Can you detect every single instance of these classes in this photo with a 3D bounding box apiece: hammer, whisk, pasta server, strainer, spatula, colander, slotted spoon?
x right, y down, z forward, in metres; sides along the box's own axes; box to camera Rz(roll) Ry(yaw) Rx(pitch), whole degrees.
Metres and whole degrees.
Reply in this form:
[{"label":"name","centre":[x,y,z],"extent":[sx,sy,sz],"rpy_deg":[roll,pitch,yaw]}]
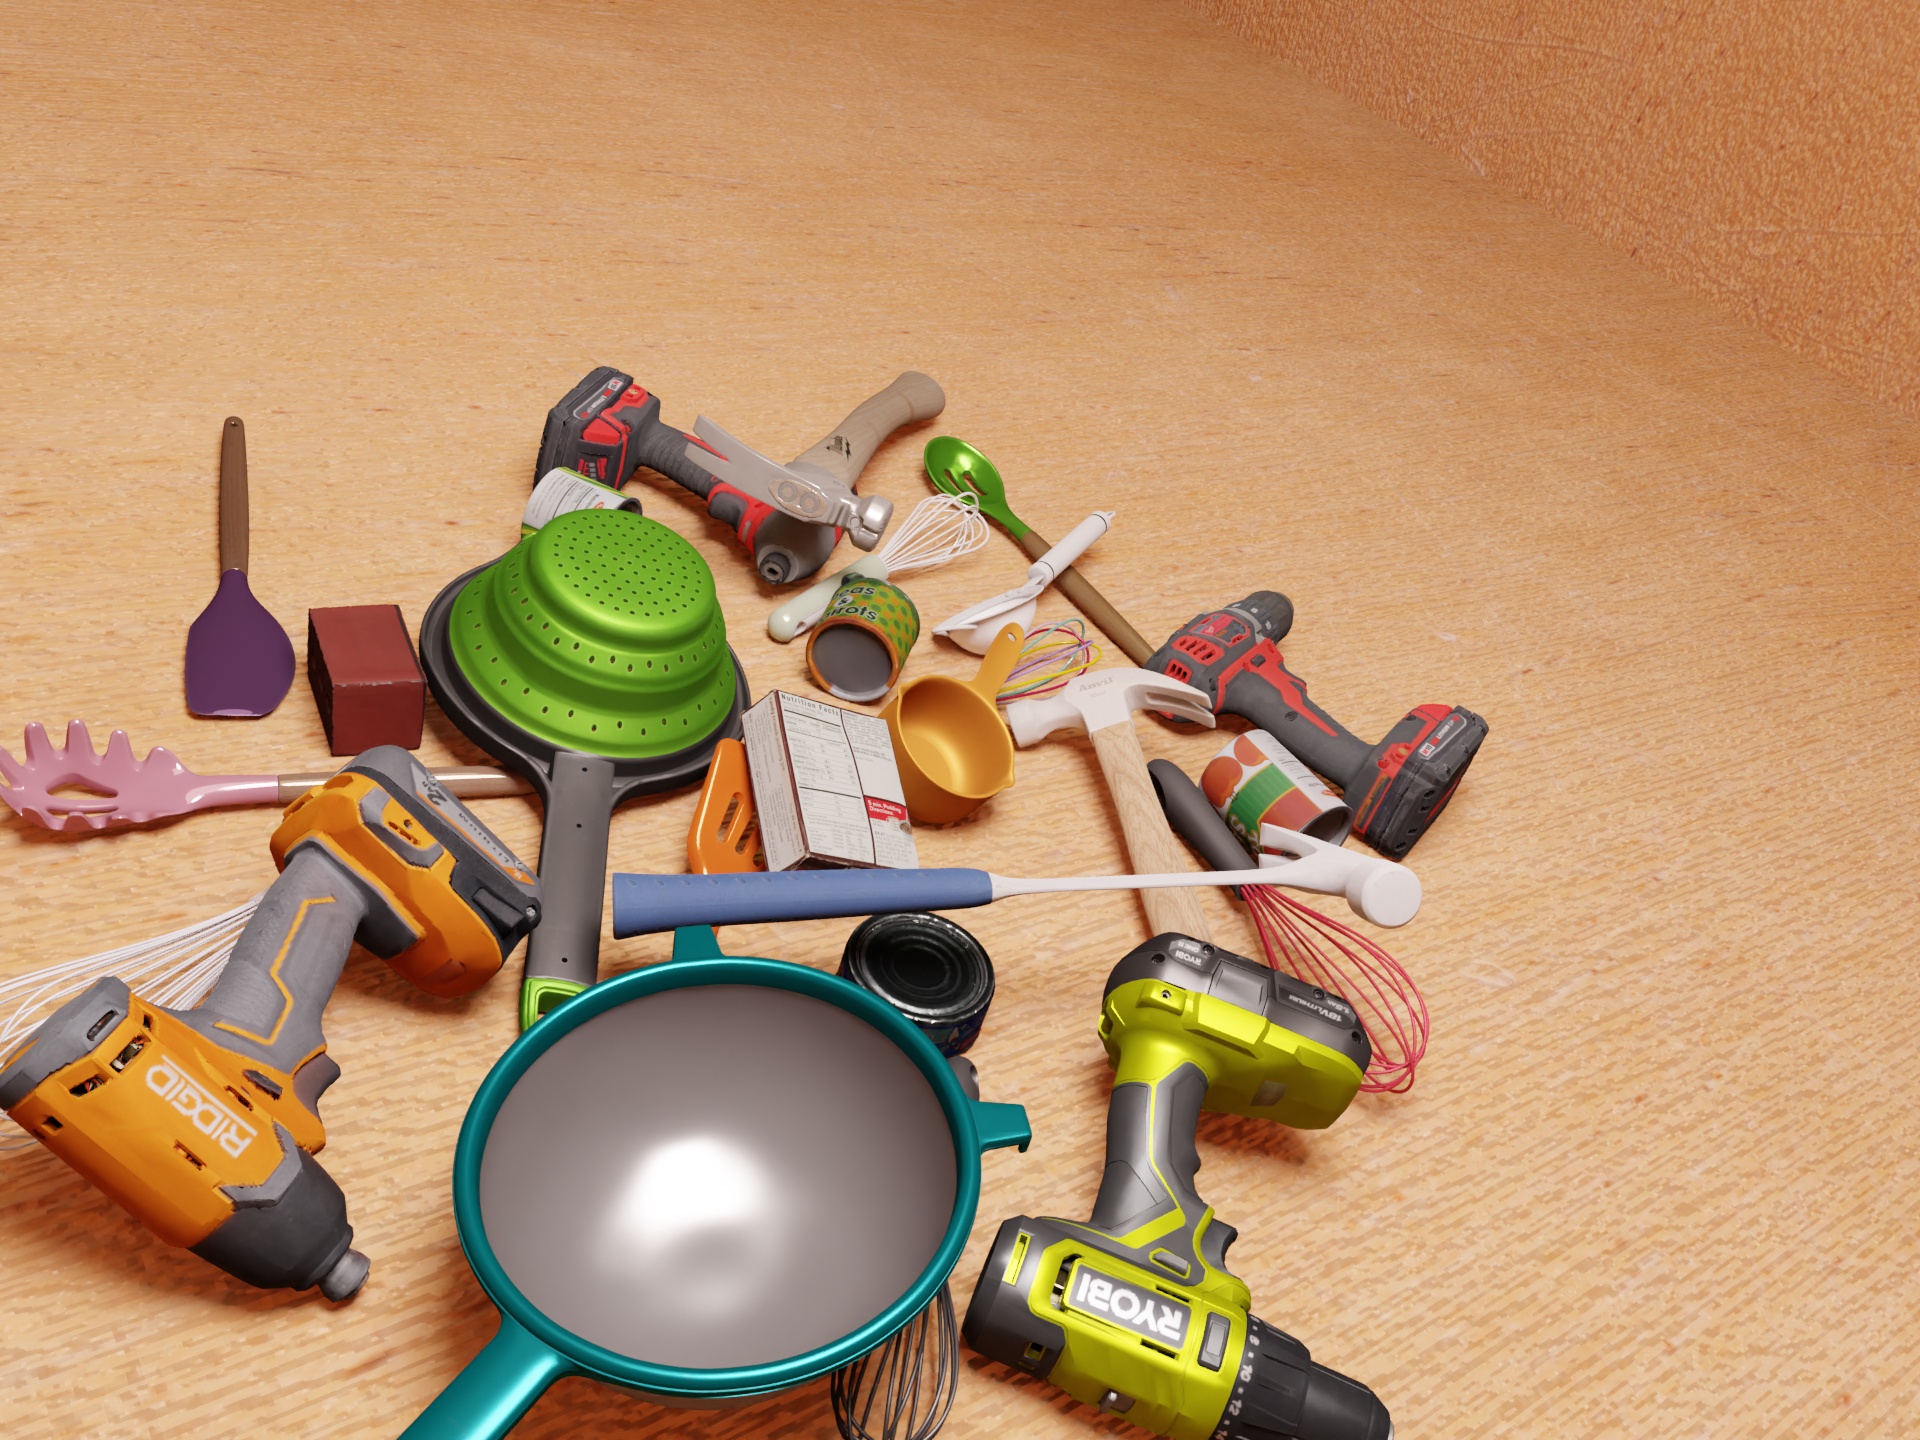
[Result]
[{"label":"hammer","centre":[0.024,0.088,0.839],"extent":[0.405,0.035,0.144],"rpy_deg":[-1,5,-11]},{"label":"whisk","centre":[0.191,0.115,0.982],"extent":[0.073,0.073,0.296],"rpy_deg":[-3,36,-28]},{"label":"hammer","centre":[0.124,0.089,0.975],"extent":[0.130,0.031,0.332],"rpy_deg":[-19,47,4]},{"label":"pasta server","centre":[-0.342,0.032,0.867],"extent":[0.316,0.040,0.060],"rpy_deg":[-1,52,-27]},{"label":"strainer","centre":[-0.134,0.237,0.625],"extent":[0.211,0.095,0.340],"rpy_deg":[25,42,22]},{"label":"whisk","centre":[-0.351,0.105,0.754],"extent":[0.070,0.070,0.285],"rpy_deg":[28,31,13]},{"label":"spatula","centre":[-0.459,-0.106,1.012],"extent":[0.059,0.018,0.316],"rpy_deg":[0,41,-26]},{"label":"whisk","centre":[-0.018,0.238,0.733],"extent":[0.055,0.055,0.239],"rpy_deg":[18,31,-1]},{"label":"colander","centre":[-0.203,-0.003,0.895],"extent":[0.204,0.094,0.398],"rpy_deg":[14,41,-20]},{"label":"whisk","centre":[0.013,-0.019,1.091],"extent":[0.245,0.051,0.047],"rpy_deg":[-26,60,-41]},{"label":"hammer","centre":[-0.085,-0.230,1.247],"extent":[0.146,0.038,0.411],"rpy_deg":[26,24,-1]},{"label":"whisk","centre":[-0.058,-0.114,1.183],"extent":[0.059,0.057,0.246],"rpy_deg":[39,44,14]},{"label":"strainer","centre":[0.059,-0.105,1.205],"extent":[0.087,0.050,0.258],"rpy_deg":[-12,22,41]},{"label":"spatula","centre":[-0.137,0.135,0.818],"extent":[0.081,0.041,0.323],"rpy_deg":[37,33,-18]},{"label":"slotted spoon","centre":[0.067,-0.131,1.277],"extent":[0.070,0.031,0.314],"rpy_deg":[-14,49,-36]}]

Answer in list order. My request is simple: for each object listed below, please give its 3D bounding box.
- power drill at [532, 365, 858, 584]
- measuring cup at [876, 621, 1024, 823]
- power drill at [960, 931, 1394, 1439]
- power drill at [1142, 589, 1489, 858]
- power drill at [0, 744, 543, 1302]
[{"label":"power drill","centre":[-0.193,-0.171,1.173],"extent":[0.219,0.078,0.143],"rpy_deg":[22,35,-1]},{"label":"measuring cup","centre":[-0.002,-0.003,1.029],"extent":[0.095,0.052,0.174],"rpy_deg":[40,41,-9]},{"label":"power drill","centre":[0.124,0.230,0.760],"extent":[0.190,0.080,0.229],"rpy_deg":[21,48,5]},{"label":"power drill","centre":[0.263,-0.014,1.166],"extent":[0.227,0.080,0.188],"rpy_deg":[33,37,20]},{"label":"power drill","centre":[-0.280,0.132,0.701],"extent":[0.164,0.084,0.227],"rpy_deg":[49,34,-16]}]
